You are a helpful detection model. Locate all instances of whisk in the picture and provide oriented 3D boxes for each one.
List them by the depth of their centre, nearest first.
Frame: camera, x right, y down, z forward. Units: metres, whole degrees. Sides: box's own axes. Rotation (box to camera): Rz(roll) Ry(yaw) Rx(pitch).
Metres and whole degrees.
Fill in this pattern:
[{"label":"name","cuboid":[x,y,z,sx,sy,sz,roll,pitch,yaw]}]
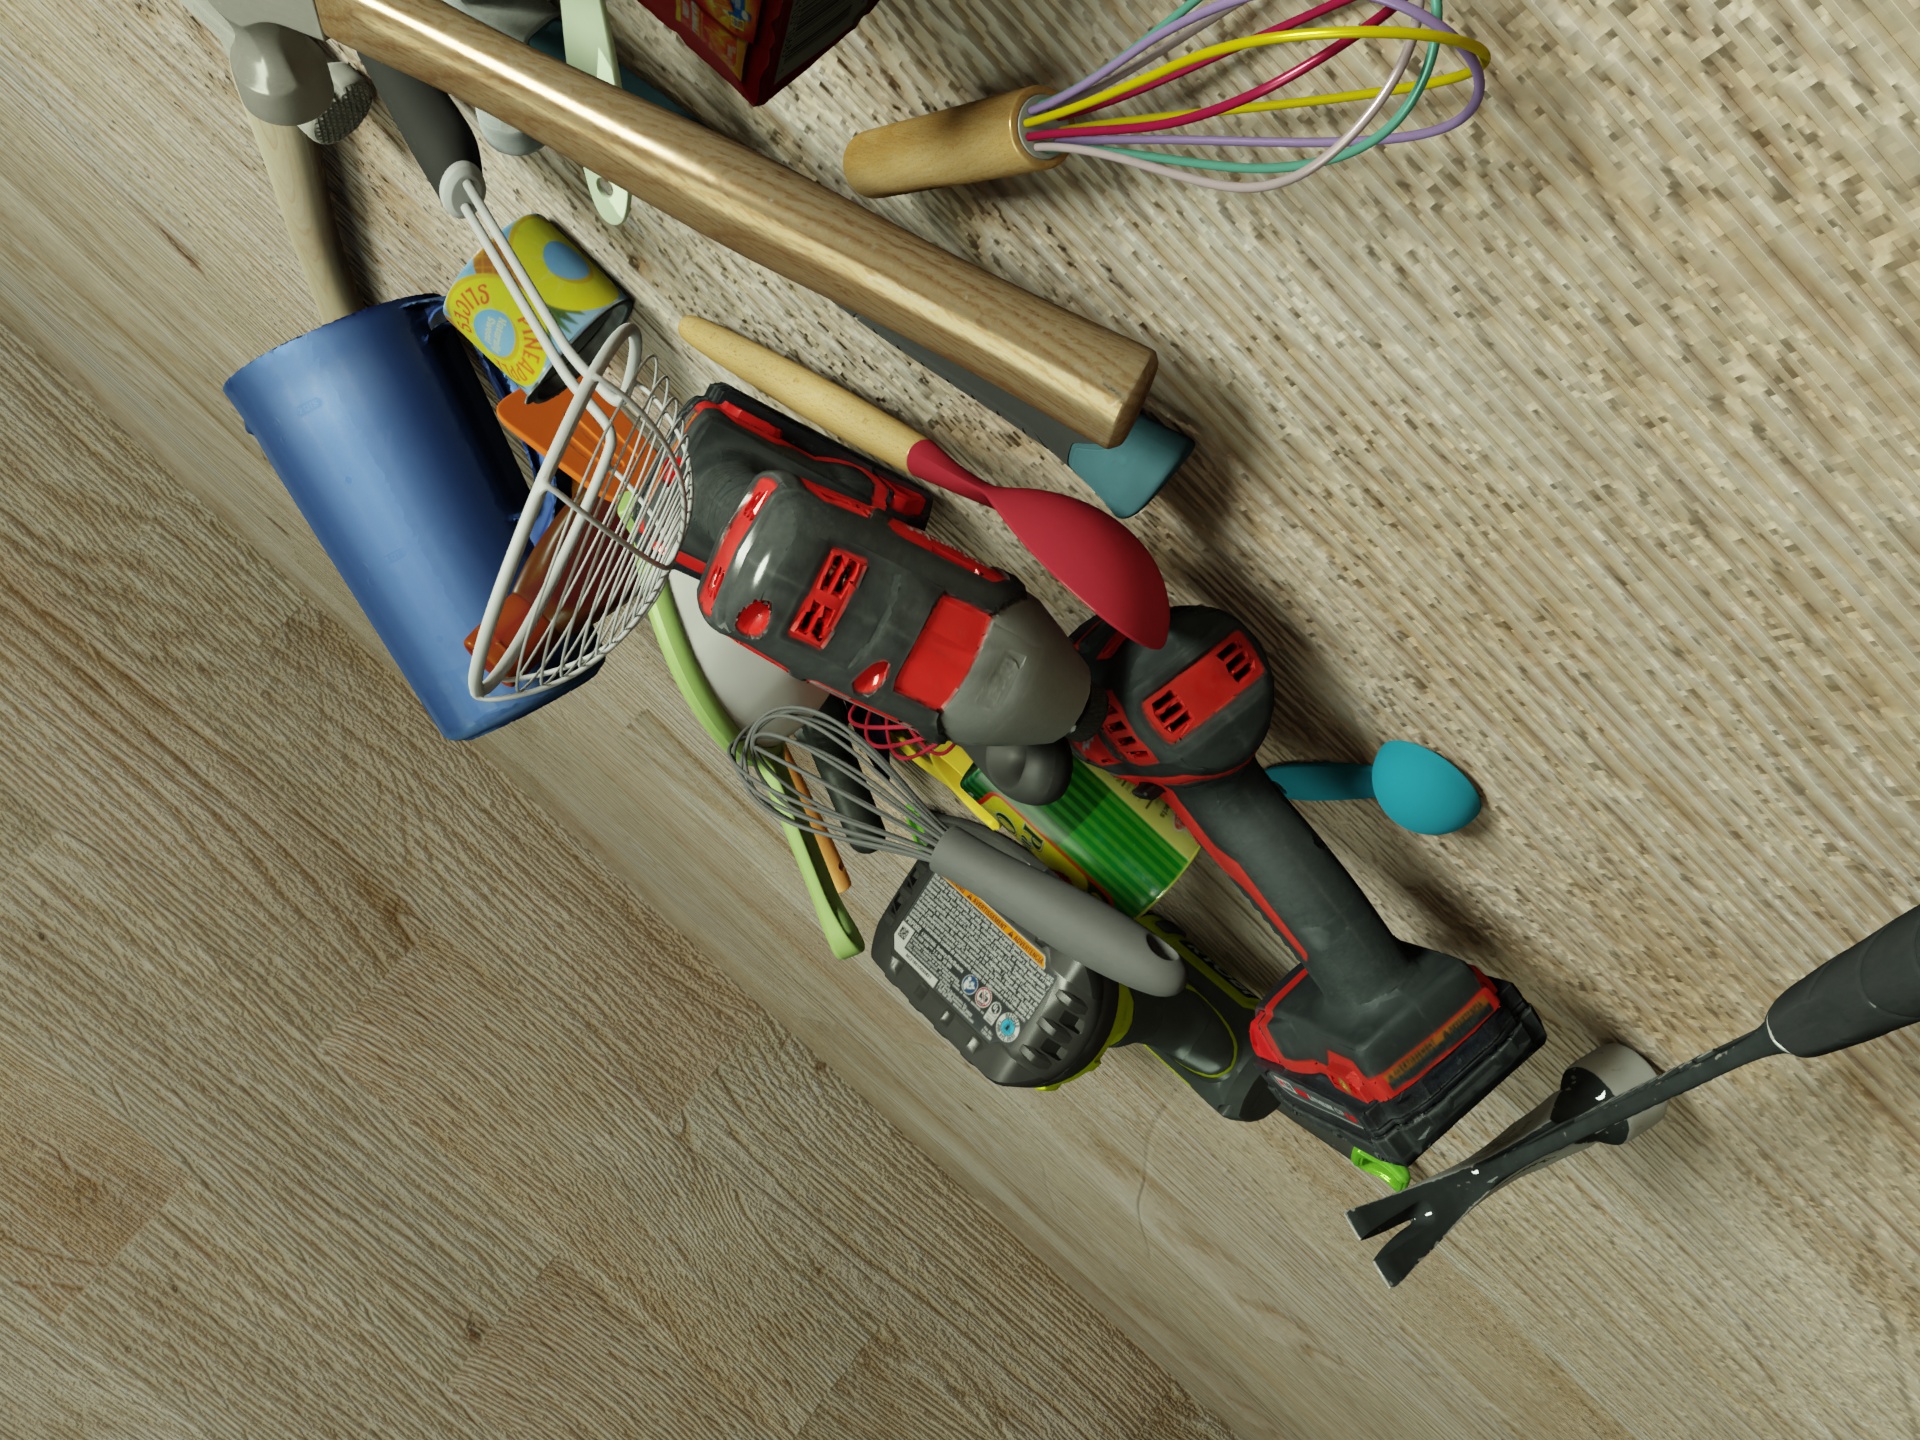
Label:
[{"label":"whisk","cuboid":[0.030,-0.155,0.403,0.245,0.047,0.051,20,138,56]},{"label":"whisk","cuboid":[-0.001,-0.002,0.699,0.073,0.073,0.296,46,176,-15]},{"label":"whisk","cuboid":[-0.005,0.057,0.702,0.239,0.055,0.055,28,159,21]}]

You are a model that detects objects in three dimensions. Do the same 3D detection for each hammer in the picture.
[{"label":"hammer","cuboid":[0.234,0.091,0.462,0.036,0.149,0.408,59,161,20]},{"label":"hammer","cuboid":[-0.092,-0.172,0.478,0.331,0.031,0.130,28,155,5]},{"label":"hammer","cuboid":[-0.059,-0.174,0.556,0.331,0.033,0.128,37,163,12]},{"label":"hammer","cuboid":[-0.384,-0.296,0.926,0.146,0.038,0.410,43,162,-1]}]

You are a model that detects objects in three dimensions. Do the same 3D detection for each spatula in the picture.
[{"label":"spatula","cuboid":[-0.140,-0.041,0.863,0.041,0.081,0.322,-15,110,30]},{"label":"spatula","cuboid":[-0.054,-0.038,0.878,0.060,0.018,0.315,57,166,18]}]

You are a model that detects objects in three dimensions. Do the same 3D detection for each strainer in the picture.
[{"label":"strainer","cuboid":[-0.080,-0.008,0.802,0.151,0.069,0.256,-20,-91,-79]}]

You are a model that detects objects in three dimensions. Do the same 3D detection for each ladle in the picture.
[{"label":"ladle","cuboid":[-0.029,-0.106,0.603,0.069,0.031,0.316,24,-171,-47]}]

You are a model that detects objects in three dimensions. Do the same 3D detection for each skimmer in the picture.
[{"label":"skimmer","cuboid":[-0.188,-0.161,0.574,0.364,0.090,0.127,57,136,30]}]

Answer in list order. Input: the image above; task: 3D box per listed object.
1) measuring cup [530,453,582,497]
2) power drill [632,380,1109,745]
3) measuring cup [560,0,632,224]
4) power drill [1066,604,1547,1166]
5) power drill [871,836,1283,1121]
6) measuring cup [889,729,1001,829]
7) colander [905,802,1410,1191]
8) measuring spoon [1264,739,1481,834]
[{"label":"measuring cup","cuboid":[-0.203,-0.094,0.996,0.174,0.052,0.095,40,162,11]},{"label":"power drill","cuboid":[-0.038,-0.053,0.585,0.143,0.078,0.220,24,-171,-26]},{"label":"measuring cup","cuboid":[-0.128,-0.225,0.485,0.083,0.038,0.167,20,136,22]},{"label":"power drill","cuboid":[0.110,0.053,0.641,0.226,0.080,0.188,54,169,-7]},{"label":"power drill","cuboid":[0.061,0.127,0.836,0.191,0.080,0.228,39,-169,37]},{"label":"measuring cup","cuboid":[-0.008,0.018,0.925,0.062,0.029,0.157,54,170,-26]},{"label":"colander","cuboid":[0.093,0.203,1.019,0.397,0.094,0.204,32,160,26]},{"label":"measuring spoon","cuboid":[0.150,0.030,0.621,0.042,0.021,0.128,46,162,-15]}]
